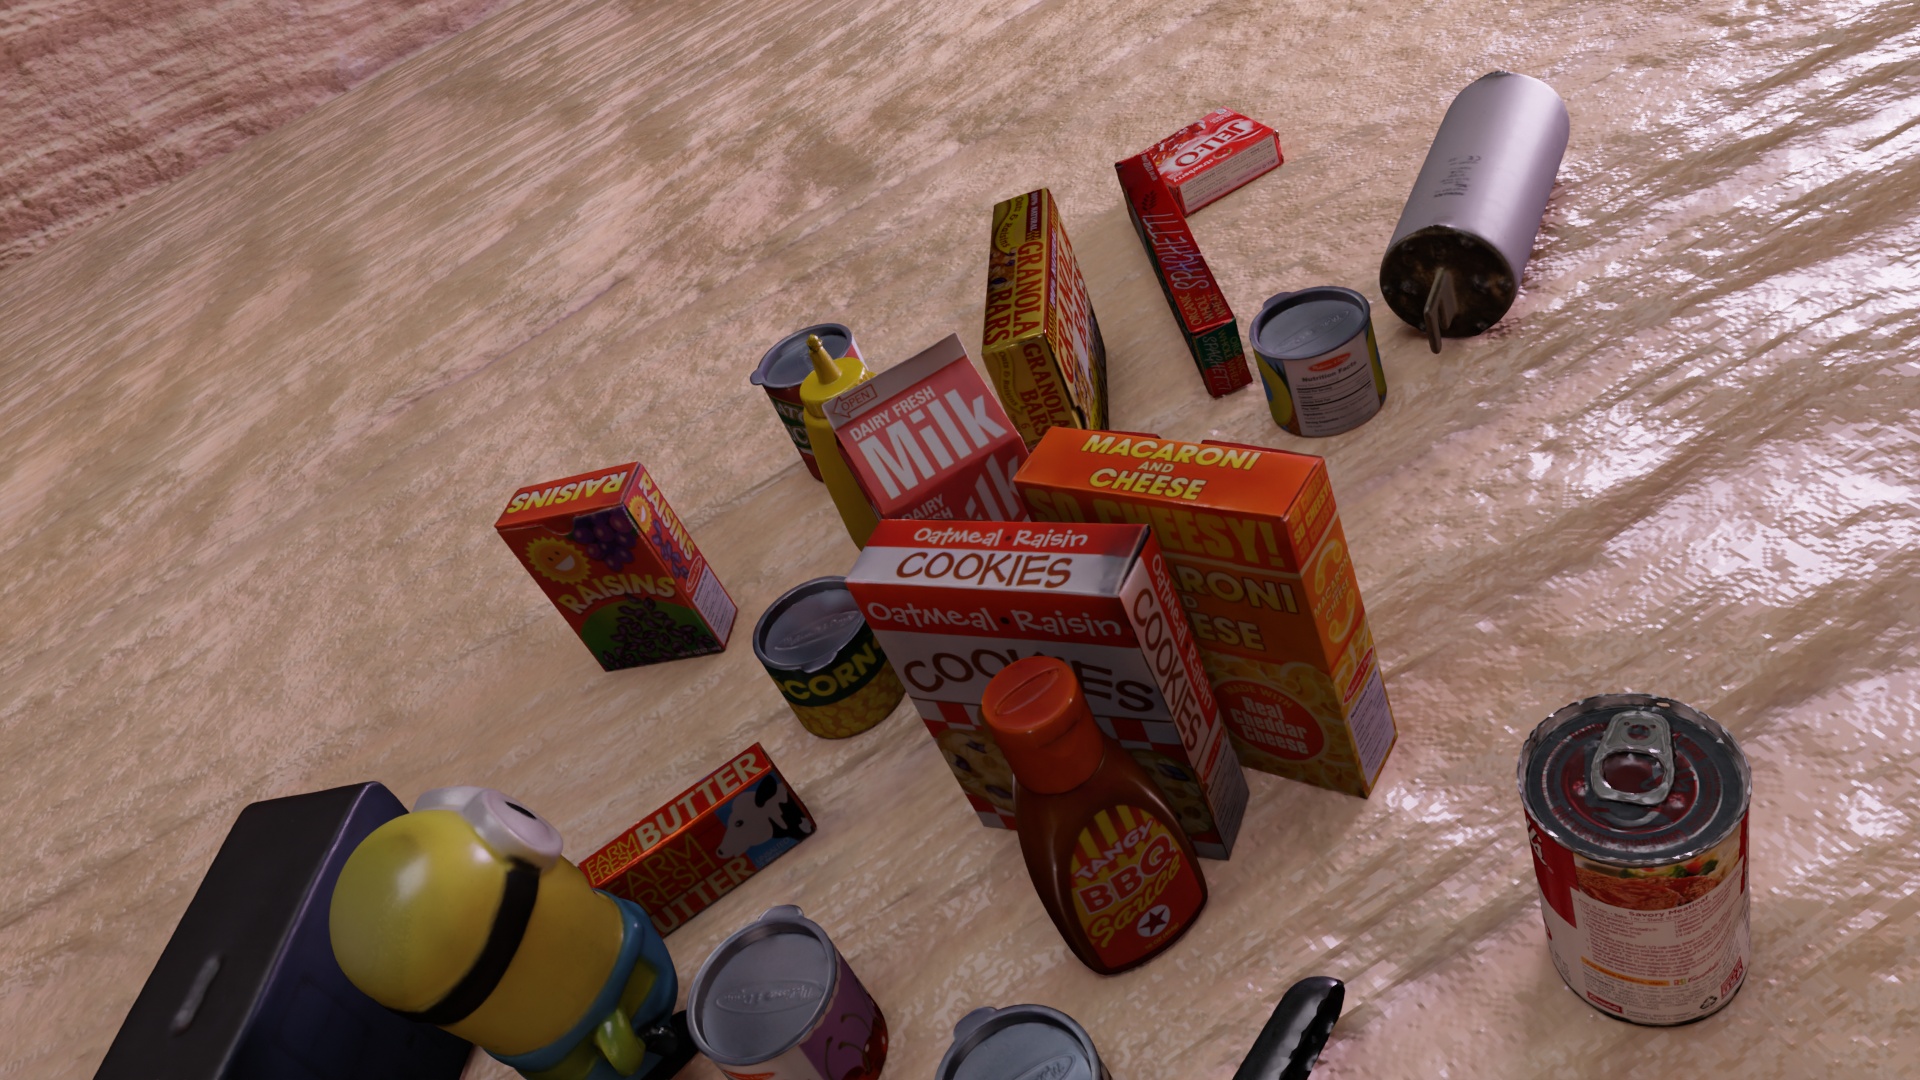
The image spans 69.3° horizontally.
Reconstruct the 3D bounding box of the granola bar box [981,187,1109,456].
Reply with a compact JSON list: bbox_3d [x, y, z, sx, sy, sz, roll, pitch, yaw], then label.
[{"bbox_3d":[0.054,-0.113,0.819,0.039,0.123,0.166,-14,39,16],"label":"granola bar box"}]

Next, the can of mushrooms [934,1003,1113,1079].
[{"bbox_3d":[0.024,0.211,0.524,0.071,0.033,0.071,-16,38,13],"label":"can of mushrooms"}]

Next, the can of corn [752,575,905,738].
[{"bbox_3d":[-0.067,0.063,0.733,0.071,0.058,0.071,-16,38,13],"label":"can of corn"}]

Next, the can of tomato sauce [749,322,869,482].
[{"bbox_3d":[-0.087,-0.087,0.903,0.071,0.082,0.071,-16,38,13],"label":"can of tomato sauce"}]

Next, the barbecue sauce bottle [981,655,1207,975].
[{"bbox_3d":[0.049,0.106,0.540,0.065,0.148,0.044,-34,38,-10],"label":"barbecue sauce bottle"}]

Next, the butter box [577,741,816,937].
[{"bbox_3d":[-0.126,0.148,0.670,0.104,0.053,0.024,-34,38,-10],"label":"butter box"}]

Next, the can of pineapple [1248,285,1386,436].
[{"bbox_3d":[0.200,-0.101,0.776,0.071,0.057,0.071,-16,38,13],"label":"can of pineapple"}]

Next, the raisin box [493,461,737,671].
[{"bbox_3d":[-0.198,0.018,0.807,0.086,0.123,0.040,-10,40,20],"label":"raisin box"}]

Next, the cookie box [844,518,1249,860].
[{"bbox_3d":[0.040,0.063,0.582,0.123,0.166,0.040,1,45,31],"label":"cookie box"}]

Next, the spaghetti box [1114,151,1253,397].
[{"bbox_3d":[0.142,-0.181,0.911,0.028,0.050,0.251,-20,38,8],"label":"spaghetti box"}]

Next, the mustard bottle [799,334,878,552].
[{"bbox_3d":[-0.052,-0.053,0.779,0.049,0.159,0.065,4,46,34],"label":"mustard bottle"}]

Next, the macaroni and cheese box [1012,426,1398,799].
[{"bbox_3d":[0.106,0.030,0.585,0.124,0.165,0.040,10,50,38],"label":"macaroni and cheese box"}]

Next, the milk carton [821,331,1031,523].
[{"bbox_3d":[0.002,-0.008,0.669,0.072,0.189,0.074,-31,37,-6],"label":"milk carton"}]

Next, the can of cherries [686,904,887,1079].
[{"bbox_3d":[-0.069,0.197,0.574,0.071,0.058,0.072,-16,38,13],"label":"can of cherries"}]
